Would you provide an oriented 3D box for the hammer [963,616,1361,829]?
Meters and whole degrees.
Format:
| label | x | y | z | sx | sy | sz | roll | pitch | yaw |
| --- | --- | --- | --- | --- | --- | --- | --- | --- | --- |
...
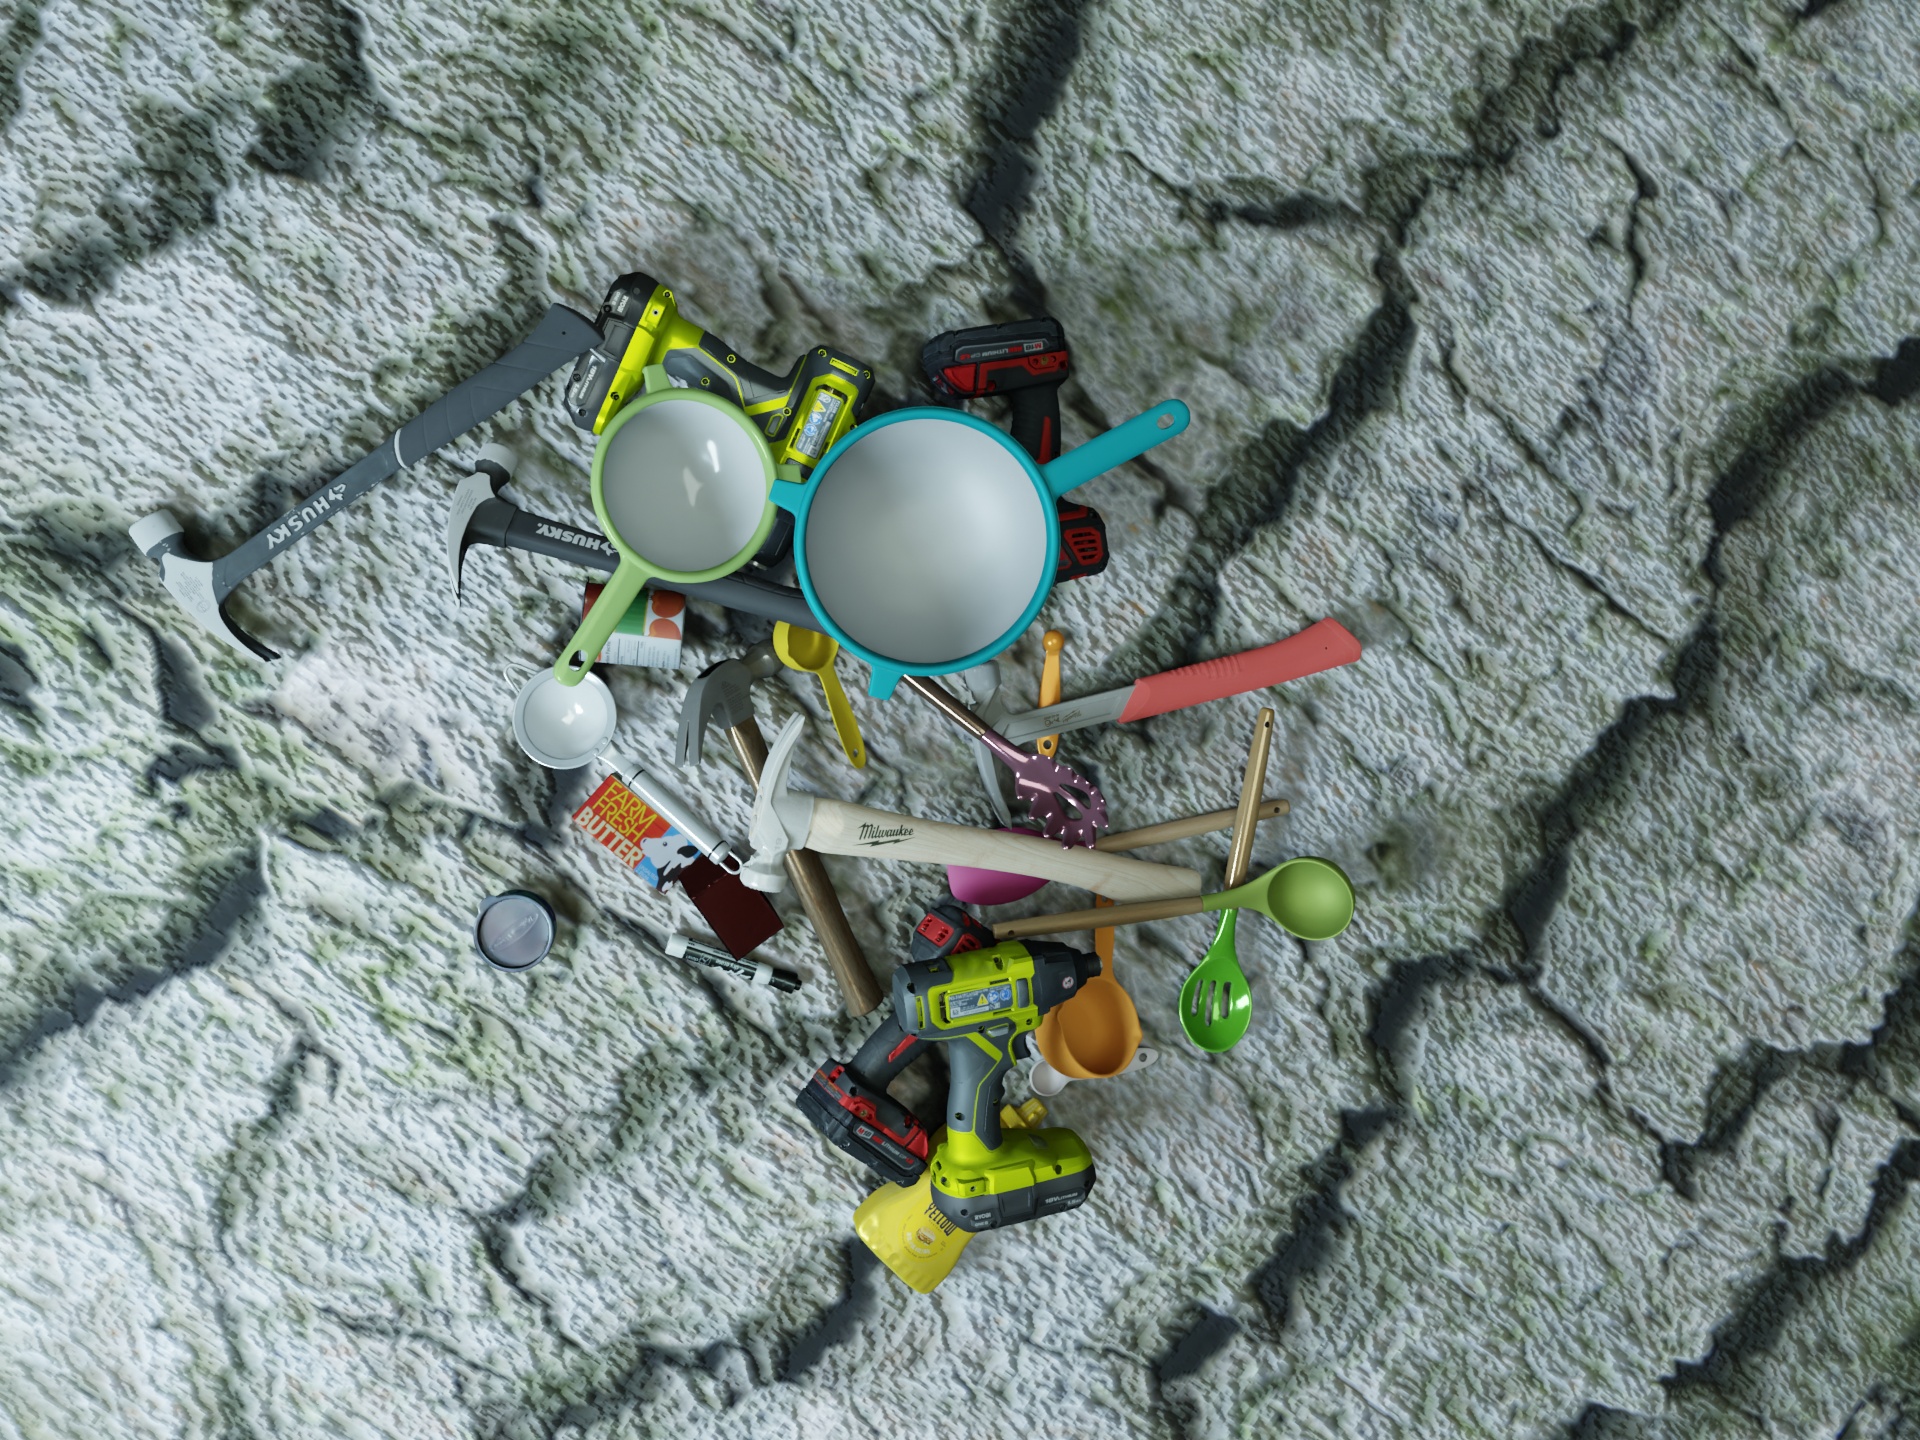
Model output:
| label | x | y | z | sx | sy | sz | roll | pitch | yaw |
| --- | --- | --- | --- | --- | --- | --- | --- | --- | --- |
| hammer | 0.186 | -0.017 | 1.412 | 0.359 | 0.037 | 0.149 | -14 | 100 | -9 |

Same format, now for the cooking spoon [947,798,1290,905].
| label | x | y | z | sx | sy | sz | roll | pitch | yaw |
| --- | --- | --- | --- | --- | --- | --- | --- | --- | --- |
| cooking spoon | 0.144 | 0.109 | 1.425 | 0.319 | 0.017 | 0.068 | -12 | 99 | -8 |

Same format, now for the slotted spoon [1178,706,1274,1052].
| label | x | y | z | sx | sy | sz | roll | pitch | yaw |
| --- | --- | --- | --- | --- | --- | --- | --- | --- | --- |
| slotted spoon | 0.249 | 0.143 | 1.428 | 0.070 | 0.031 | 0.314 | 8 | 96 | -11 |

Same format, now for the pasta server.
| label | x | y | z | sx | sy | sz | roll | pitch | yaw |
| --- | --- | --- | --- | --- | --- | --- | --- | --- | --- |
| pasta server | -0.002 | -0.004 | 1.349 | 0.316 | 0.040 | 0.060 | 39 | 106 | 7 |

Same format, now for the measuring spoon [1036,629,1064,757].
| label | x | y | z | sx | sy | sz | roll | pitch | yaw |
| --- | --- | --- | --- | --- | --- | --- | --- | --- | --- |
| measuring spoon | 0.080 | -0.022 | 1.411 | 0.021 | 0.011 | 0.117 | 3 | 93 | -9 |

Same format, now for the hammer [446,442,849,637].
| label | x | y | z | sx | sy | sz | roll | pitch | yaw |
| --- | --- | --- | --- | --- | --- | --- | --- | --- | --- |
| hammer | -0.252 | -0.121 | 1.295 | 0.334 | 0.035 | 0.146 | 16 | 57 | -5 |

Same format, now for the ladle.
| label | x | y | z | sx | sy | sz | roll | pitch | yaw |
| --- | --- | --- | --- | --- | --- | --- | --- | --- | --- |
| ladle | 0.187 | 0.167 | 1.374 | 0.320 | 0.062 | 0.078 | -6 | 110 | -11 |

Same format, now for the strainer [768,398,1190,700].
| label | x | y | z | sx | sy | sz | roll | pitch | yaw |
| --- | --- | --- | --- | --- | --- | --- | --- | --- | --- |
| strainer | 0.025 | -0.176 | 1.290 | 0.340 | 0.095 | 0.211 | -28 | 104 | -5 |

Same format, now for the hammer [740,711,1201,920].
| label | x | y | z | sx | sy | sz | roll | pitch | yaw |
| --- | --- | --- | --- | --- | --- | --- | --- | --- | --- |
| hammer | 0.025 | 0.101 | 1.356 | 0.410 | 0.038 | 0.146 | 12 | 95 | -21 |

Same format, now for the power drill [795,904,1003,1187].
| label | x | y | z | sx | sy | sz | roll | pitch | yaw |
| --- | --- | --- | --- | --- | --- | --- | --- | --- | --- |
| power drill | -0.026 | 0.280 | 1.373 | 0.143 | 0.079 | 0.220 | 42 | 81 | -33 |

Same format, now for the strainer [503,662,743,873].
| label | x | y | z | sx | sy | sz | roll | pitch | yaw |
| --- | --- | --- | --- | --- | --- | --- | --- | --- | --- |
| strainer | -0.278 | 0.042 | 1.321 | 0.258 | 0.050 | 0.087 | 41 | 87 | 7 |

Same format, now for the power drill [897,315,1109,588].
| label | x | y | z | sx | sy | sz | roll | pitch | yaw |
| --- | --- | --- | --- | --- | --- | --- | --- | --- | --- |
| power drill | 0.021 | -0.218 | 1.361 | 0.188 | 0.080 | 0.226 | -11 | 98 | -8 |

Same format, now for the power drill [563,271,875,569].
| label | x | y | z | sx | sy | sz | roll | pitch | yaw |
| --- | --- | --- | --- | --- | --- | --- | --- | --- | --- |
| power drill | -0.206 | -0.250 | 1.322 | 0.228 | 0.080 | 0.190 | 24 | 94 | -12 |

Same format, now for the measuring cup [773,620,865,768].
| label | x | y | z | sx | sy | sz | roll | pitch | yaw |
| --- | --- | --- | --- | --- | --- | --- | --- | --- | --- |
| measuring cup | -0.118 | -0.027 | 1.369 | 0.062 | 0.029 | 0.156 | -37 | 119 | -36 |

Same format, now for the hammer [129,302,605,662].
| label | x | y | z | sx | sy | sz | roll | pitch | yaw |
| --- | --- | --- | --- | --- | --- | --- | --- | --- | --- |
| hammer | -0.457 | -0.201 | 1.265 | 0.409 | 0.036 | 0.149 | -33 | 97 | 6 |

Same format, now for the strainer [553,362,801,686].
| label | x | y | z | sx | sy | sz | roll | pitch | yaw |
| --- | --- | --- | --- | --- | --- | --- | --- | --- | --- |
| strainer | -0.250 | -0.139 | 1.250 | 0.151 | 0.069 | 0.256 | 34 | 80 | -25 |

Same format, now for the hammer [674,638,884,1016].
| label | x | y | z | sx | sy | sz | roll | pitch | yaw |
| --- | --- | --- | --- | --- | --- | --- | --- | --- | --- |
| hammer | -0.144 | 0.105 | 1.354 | 0.130 | 0.031 | 0.331 | -35 | 108 | -44 |

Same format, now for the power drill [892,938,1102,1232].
| label | x | y | z | sx | sy | sz | roll | pitch | yaw |
| --- | --- | --- | --- | --- | --- | --- | --- | --- | --- |
| power drill | 0.041 | 0.294 | 1.313 | 0.171 | 0.080 | 0.223 | -9 | 104 | -14 |

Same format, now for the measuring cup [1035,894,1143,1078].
| label | x | y | z | sx | sy | sz | roll | pitch | yaw |
| --- | --- | --- | --- | --- | --- | --- | --- | --- | --- |
| measuring cup | 0.112 | 0.233 | 1.416 | 0.095 | 0.052 | 0.174 | 19 | 64 | -29 |

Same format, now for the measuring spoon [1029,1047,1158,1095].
| label | x | y | z | sx | sy | sz | roll | pitch | yaw |
| --- | --- | --- | --- | --- | --- | --- | --- | --- | --- |
| measuring spoon | 0.120 | 0.313 | 1.439 | 0.124 | 0.018 | 0.034 | -8 | 94 | -15 |
